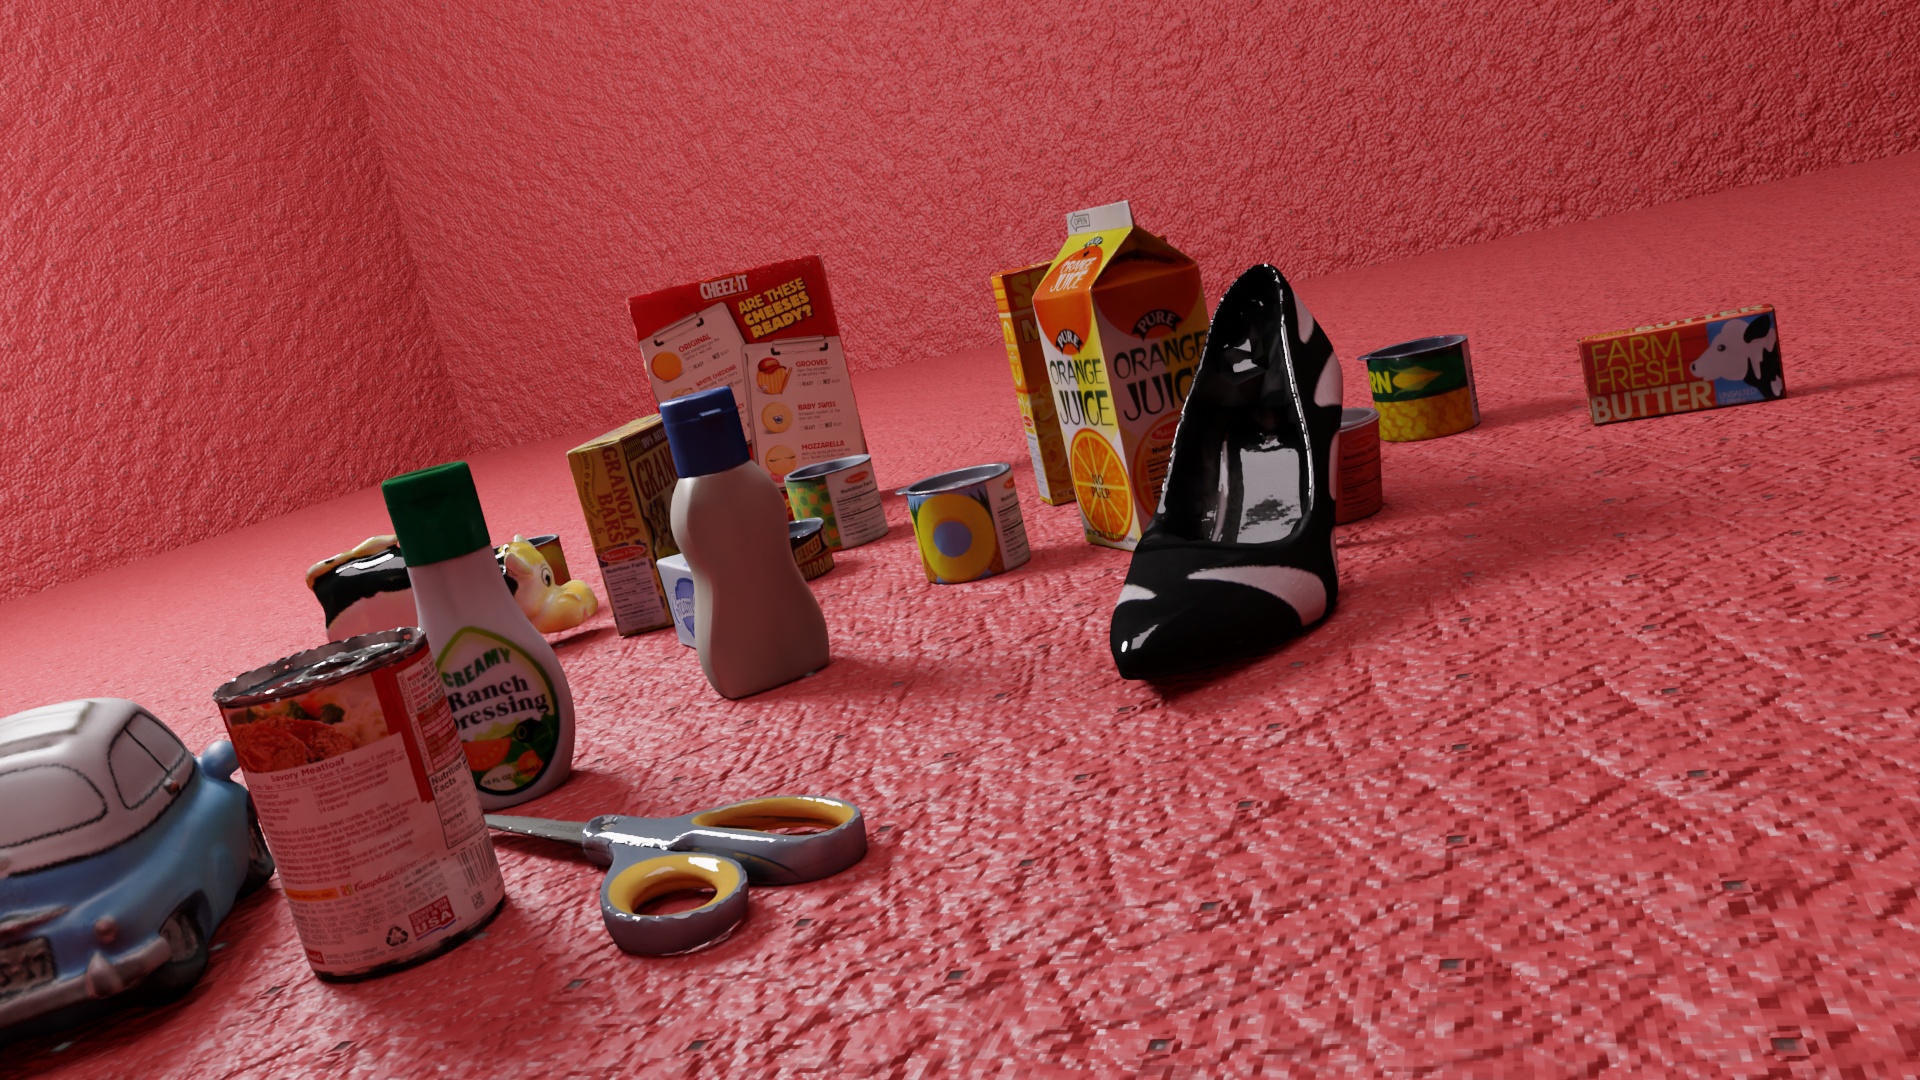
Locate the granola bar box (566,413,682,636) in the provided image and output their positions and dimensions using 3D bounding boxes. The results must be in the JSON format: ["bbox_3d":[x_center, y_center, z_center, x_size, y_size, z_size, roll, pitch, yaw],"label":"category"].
[{"bbox_3d":[-0.211,-0.017,0.947,0.039,0.124,0.166,-13,11,3],"label":"granola bar box"}]

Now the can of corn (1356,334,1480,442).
[{"bbox_3d":[0.304,-0.101,0.923,0.071,0.058,0.071,-13,11,3],"label":"can of corn"}]

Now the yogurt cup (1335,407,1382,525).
[{"bbox_3d":[0.198,-0.039,0.757,0.072,0.054,0.072,-13,11,3],"label":"yogurt cup"}]

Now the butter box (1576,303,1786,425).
[{"bbox_3d":[0.418,-0.102,0.807,0.103,0.053,0.024,-8,12,27],"label":"butter box"}]

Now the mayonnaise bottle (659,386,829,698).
[{"bbox_3d":[-0.111,0.000,0.687,0.065,0.147,0.041,-19,12,-25],"label":"mayonnaise bottle"}]

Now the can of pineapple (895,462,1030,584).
[{"bbox_3d":[0.003,-0.010,0.834,0.071,0.057,0.071,-13,11,3],"label":"can of pineapple"}]

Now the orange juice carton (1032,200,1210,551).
[{"bbox_3d":[0.098,-0.096,0.797,0.073,0.192,0.072,-18,11,-21],"label":"orange juice carton"}]

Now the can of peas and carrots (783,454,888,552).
[{"bbox_3d":[-0.093,-0.027,1.026,0.071,0.058,0.071,-13,11,3],"label":"can of peas and carrots"}]

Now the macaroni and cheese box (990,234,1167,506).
[{"bbox_3d":[0.101,-0.121,0.984,0.124,0.166,0.040,-15,11,-9],"label":"macaroni and cheese box"}]

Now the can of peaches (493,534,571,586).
[{"bbox_3d":[-0.315,0.033,0.995,0.071,0.058,0.071,-13,11,3],"label":"can of peaches"}]

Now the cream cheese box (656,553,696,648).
[{"bbox_3d":[-0.138,0.036,0.781,0.024,0.053,0.104,-19,12,-28],"label":"cream cheese box"}]

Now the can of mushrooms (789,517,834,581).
[{"bbox_3d":[-0.119,0.010,0.941,0.071,0.033,0.071,-13,11,3],"label":"can of mushrooms"}]

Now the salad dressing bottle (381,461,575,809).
[{"bbox_3d":[-0.212,0.041,0.603,0.064,0.147,0.044,-16,11,-14],"label":"salad dressing bottle"}]
